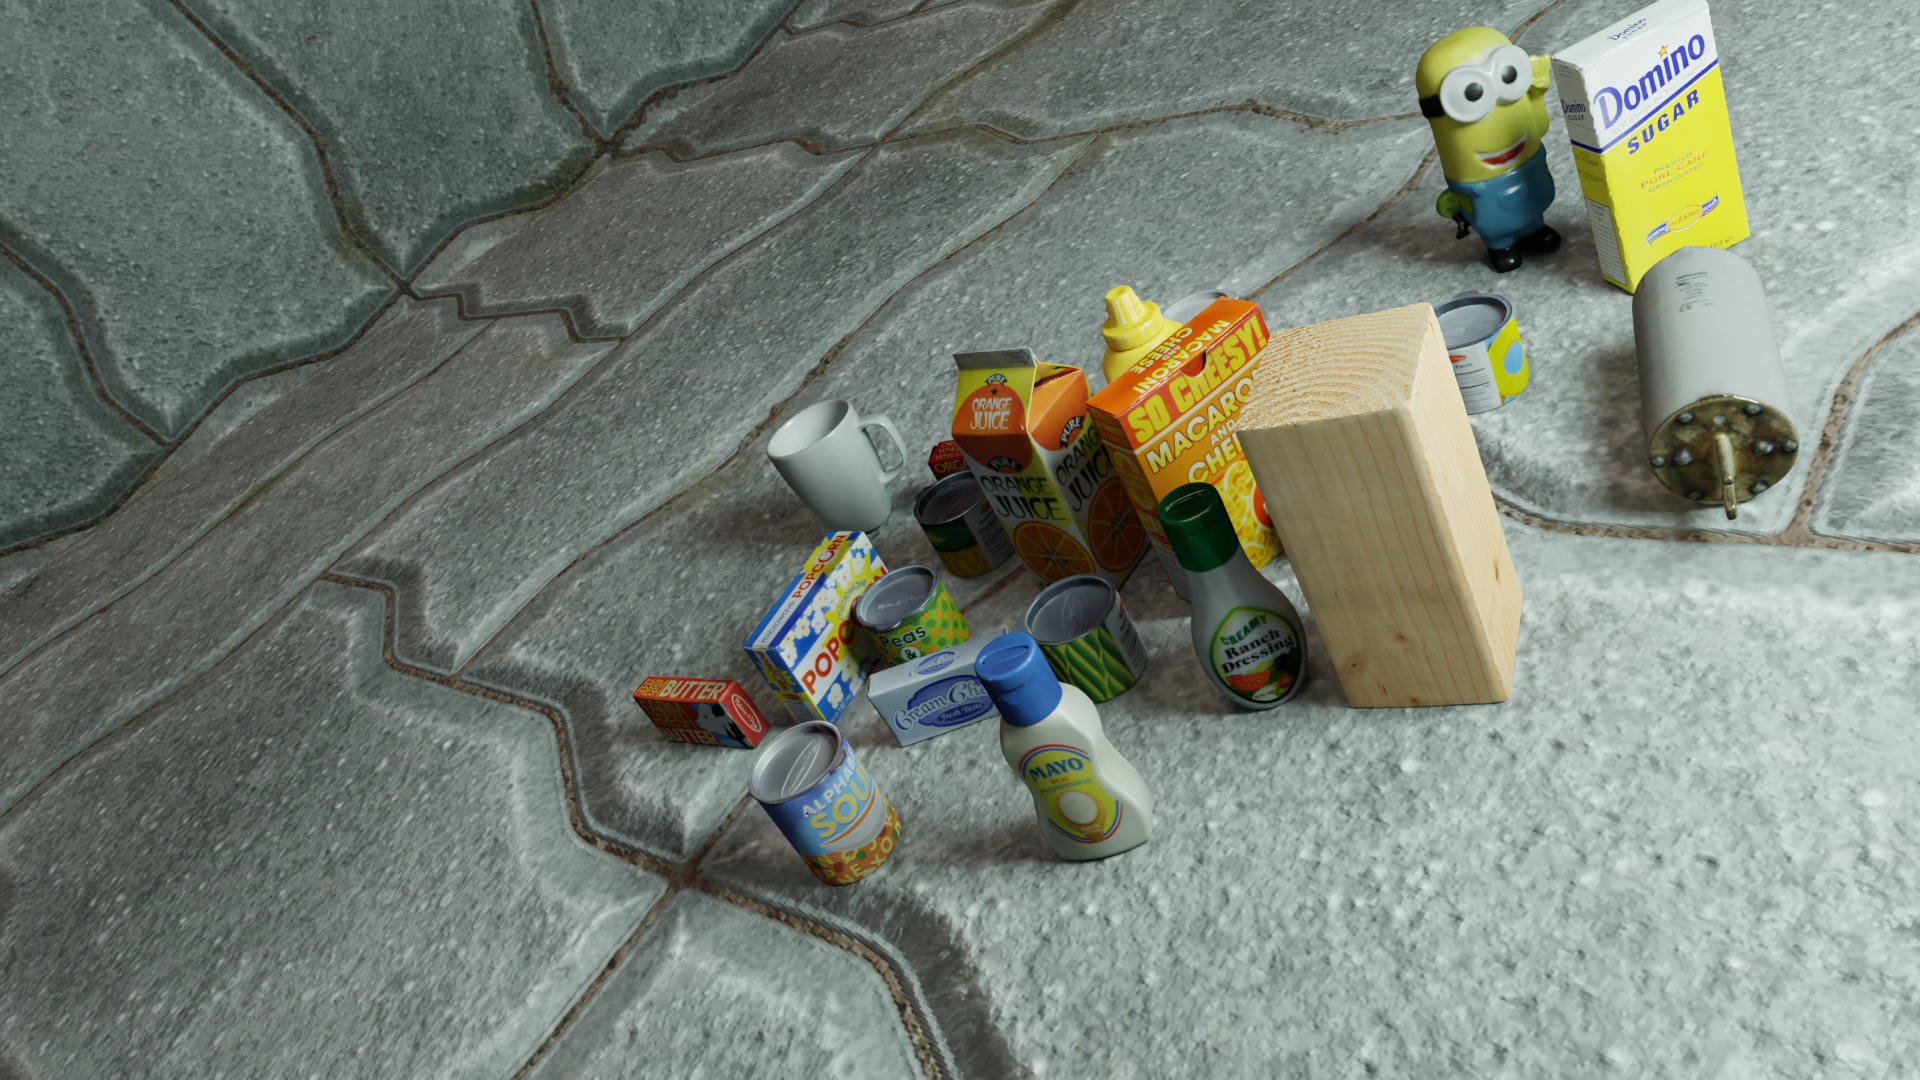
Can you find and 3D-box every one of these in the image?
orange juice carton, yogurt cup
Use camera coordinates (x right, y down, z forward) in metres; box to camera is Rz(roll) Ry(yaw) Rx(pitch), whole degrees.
[{"bbox_3d":[0.060,-0.055,0.968,0.072,0.192,0.073,4,45,44],"label":"orange juice carton"},{"bbox_3d":[0.202,-0.168,1.149,0.072,0.053,0.073,-21,32,14],"label":"yogurt cup"}]

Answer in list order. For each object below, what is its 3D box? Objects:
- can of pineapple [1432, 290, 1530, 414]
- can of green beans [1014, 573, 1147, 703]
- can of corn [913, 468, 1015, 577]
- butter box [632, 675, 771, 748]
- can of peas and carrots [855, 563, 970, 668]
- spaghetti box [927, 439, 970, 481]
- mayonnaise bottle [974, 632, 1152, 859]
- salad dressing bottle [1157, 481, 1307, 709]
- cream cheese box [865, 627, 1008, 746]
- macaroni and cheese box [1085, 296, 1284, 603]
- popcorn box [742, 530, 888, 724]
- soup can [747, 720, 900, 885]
[{"bbox_3d":[0.356,-0.130,0.963,0.071,0.057,0.071,-21,32,14],"label":"can of pineapple"},{"bbox_3d":[0.082,0.065,0.908,0.071,0.057,0.071,-21,32,14],"label":"can of green beans"},{"bbox_3d":[0.004,-0.014,1.085,0.071,0.058,0.071,-21,32,14],"label":"can of corn"},{"bbox_3d":[-0.197,0.129,1.050,0.103,0.053,0.024,-2,41,38],"label":"butter box"},{"bbox_3d":[-0.034,0.061,1.008,0.071,0.058,0.071,-21,32,14],"label":"can of peas and carrots"},{"bbox_3d":[0.088,-0.070,1.106,0.250,0.050,0.029,-8,37,32],"label":"spaghetti box"},{"bbox_3d":[0.054,0.115,0.769,0.064,0.147,0.041,-18,33,19],"label":"mayonnaise bottle"},{"bbox_3d":[0.156,0.033,0.805,0.064,0.147,0.044,-25,31,8],"label":"salad dressing bottle"},{"bbox_3d":[-0.006,0.100,0.933,0.103,0.053,0.024,-20,32,15],"label":"cream cheese box"},{"bbox_3d":[0.167,-0.055,0.904,0.124,0.166,0.040,-39,32,-14],"label":"macaroni and cheese box"},{"bbox_3d":[-0.097,0.065,1.029,0.038,0.085,0.127,-2,40,38],"label":"popcorn box"},{"bbox_3d":[-0.082,0.165,0.872,0.071,0.083,0.072,-21,32,14],"label":"soup can"}]
